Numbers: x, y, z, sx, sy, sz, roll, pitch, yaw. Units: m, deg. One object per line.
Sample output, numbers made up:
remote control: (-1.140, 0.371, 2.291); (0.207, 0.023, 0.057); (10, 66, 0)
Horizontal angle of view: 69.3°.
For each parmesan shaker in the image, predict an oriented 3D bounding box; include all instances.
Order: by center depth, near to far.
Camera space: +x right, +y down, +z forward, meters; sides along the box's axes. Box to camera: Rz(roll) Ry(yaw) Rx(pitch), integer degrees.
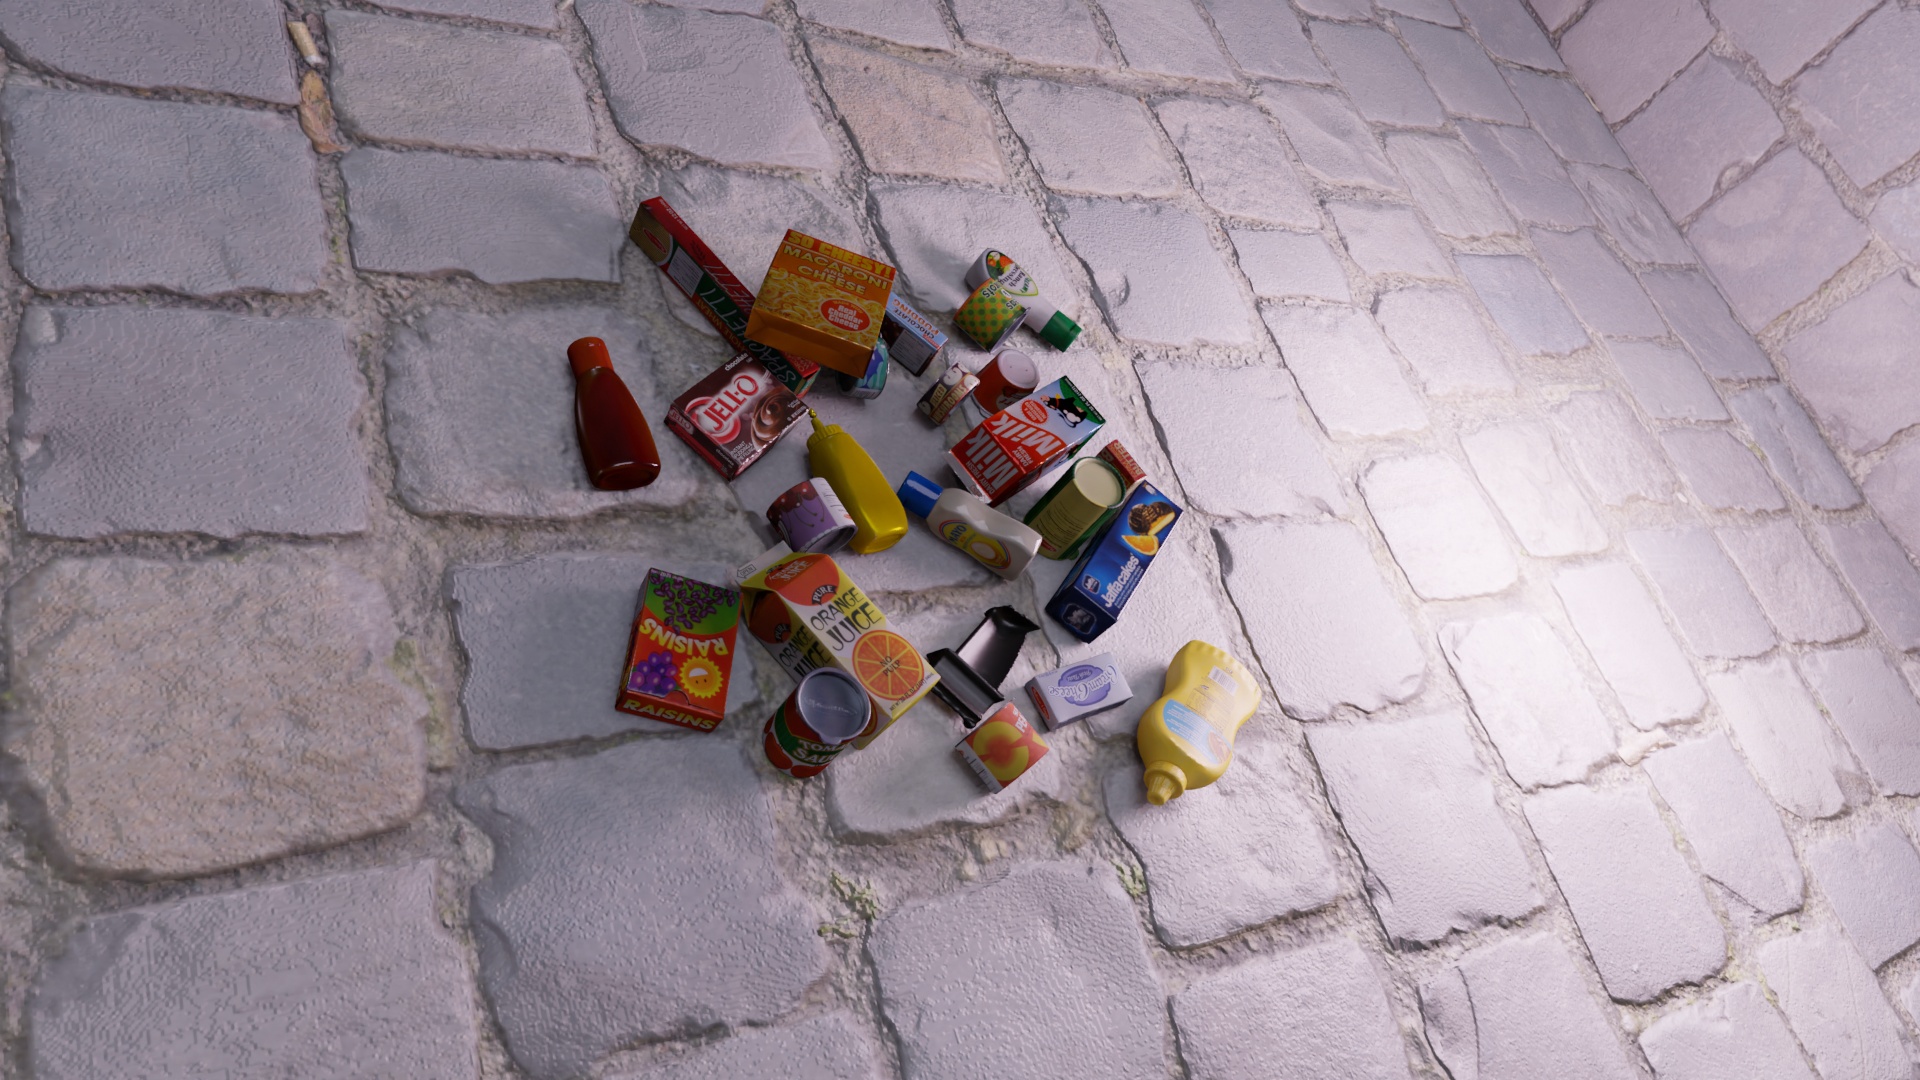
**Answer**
parmesan shaker: (0.120, -0.032, 1.440); (0.071, 0.102, 0.071); (16, 52, -22)

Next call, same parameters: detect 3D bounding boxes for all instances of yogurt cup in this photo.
yogurt cup: (0.052, -0.174, 1.532); (0.072, 0.053, 0.073); (17, 51, -22)

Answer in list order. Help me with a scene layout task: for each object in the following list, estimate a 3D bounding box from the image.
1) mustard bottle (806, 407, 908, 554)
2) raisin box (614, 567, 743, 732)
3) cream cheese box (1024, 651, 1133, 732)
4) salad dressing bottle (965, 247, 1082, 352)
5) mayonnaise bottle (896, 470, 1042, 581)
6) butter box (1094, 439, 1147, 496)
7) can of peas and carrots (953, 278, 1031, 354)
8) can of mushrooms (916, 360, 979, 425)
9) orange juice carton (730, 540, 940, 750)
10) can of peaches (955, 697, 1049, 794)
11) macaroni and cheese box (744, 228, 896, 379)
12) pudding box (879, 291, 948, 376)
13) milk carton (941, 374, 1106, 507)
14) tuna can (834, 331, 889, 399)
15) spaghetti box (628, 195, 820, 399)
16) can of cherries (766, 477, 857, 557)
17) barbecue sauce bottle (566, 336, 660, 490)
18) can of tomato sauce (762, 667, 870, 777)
mustard bottle: (-0.111, -0.063, 1.357); (0.065, 0.048, 0.160); (-9, 63, -47)
raisin box: (-0.237, 0.093, 1.177); (0.086, 0.040, 0.124); (19, 52, -21)
cream cheese box: (0.117, 0.148, 1.366); (0.104, 0.024, 0.053); (-14, 68, -37)
salad dressing bottle: (0.075, -0.280, 1.627); (0.147, 0.043, 0.064); (39, 48, -2)
mayonnaise bottle: (0.005, -0.017, 1.390); (0.148, 0.064, 0.041); (30, 52, -5)
butter box: (0.150, -0.057, 1.476); (0.024, 0.103, 0.053); (-28, 75, -42)
can of peas and carrots: (0.035, -0.255, 1.567); (0.059, 0.070, 0.071); (42, 47, 2)
can of mushrooms: (-0.013, -0.155, 1.469); (0.033, 0.070, 0.071); (44, 47, 0)
orange juice carton: (-0.117, 0.084, 1.233); (0.193, 0.072, 0.072); (47, 47, 6)
can of peaches: (0.040, 0.187, 1.260); (0.071, 0.071, 0.058); (-33, 80, -42)
macaroni and cheese box: (-0.138, -0.240, 1.397); (0.124, 0.040, 0.167); (19, 38, -8)
pudding box: (-0.061, -0.223, 1.500); (0.084, 0.049, 0.030); (39, 46, -2)
milk carton: (0.062, -0.099, 1.472); (0.191, 0.073, 0.072); (-32, 79, -41)
tuna can: (-0.102, -0.182, 1.433); (0.033, 0.070, 0.071); (3, 57, -29)
spaghetti box: (-0.239, -0.242, 1.404); (0.250, 0.050, 0.029); (47, 48, 5)
can of cherries: (-0.141, -0.016, 1.296); (0.072, 0.071, 0.058); (-23, 72, -40)
barbecue sauce bottle: (-0.323, -0.118, 1.270); (0.065, 0.043, 0.149); (-6, 62, -35)
can of tomato sauce: (-0.122, 0.157, 1.172); (0.071, 0.082, 0.071); (16, 52, -22)
